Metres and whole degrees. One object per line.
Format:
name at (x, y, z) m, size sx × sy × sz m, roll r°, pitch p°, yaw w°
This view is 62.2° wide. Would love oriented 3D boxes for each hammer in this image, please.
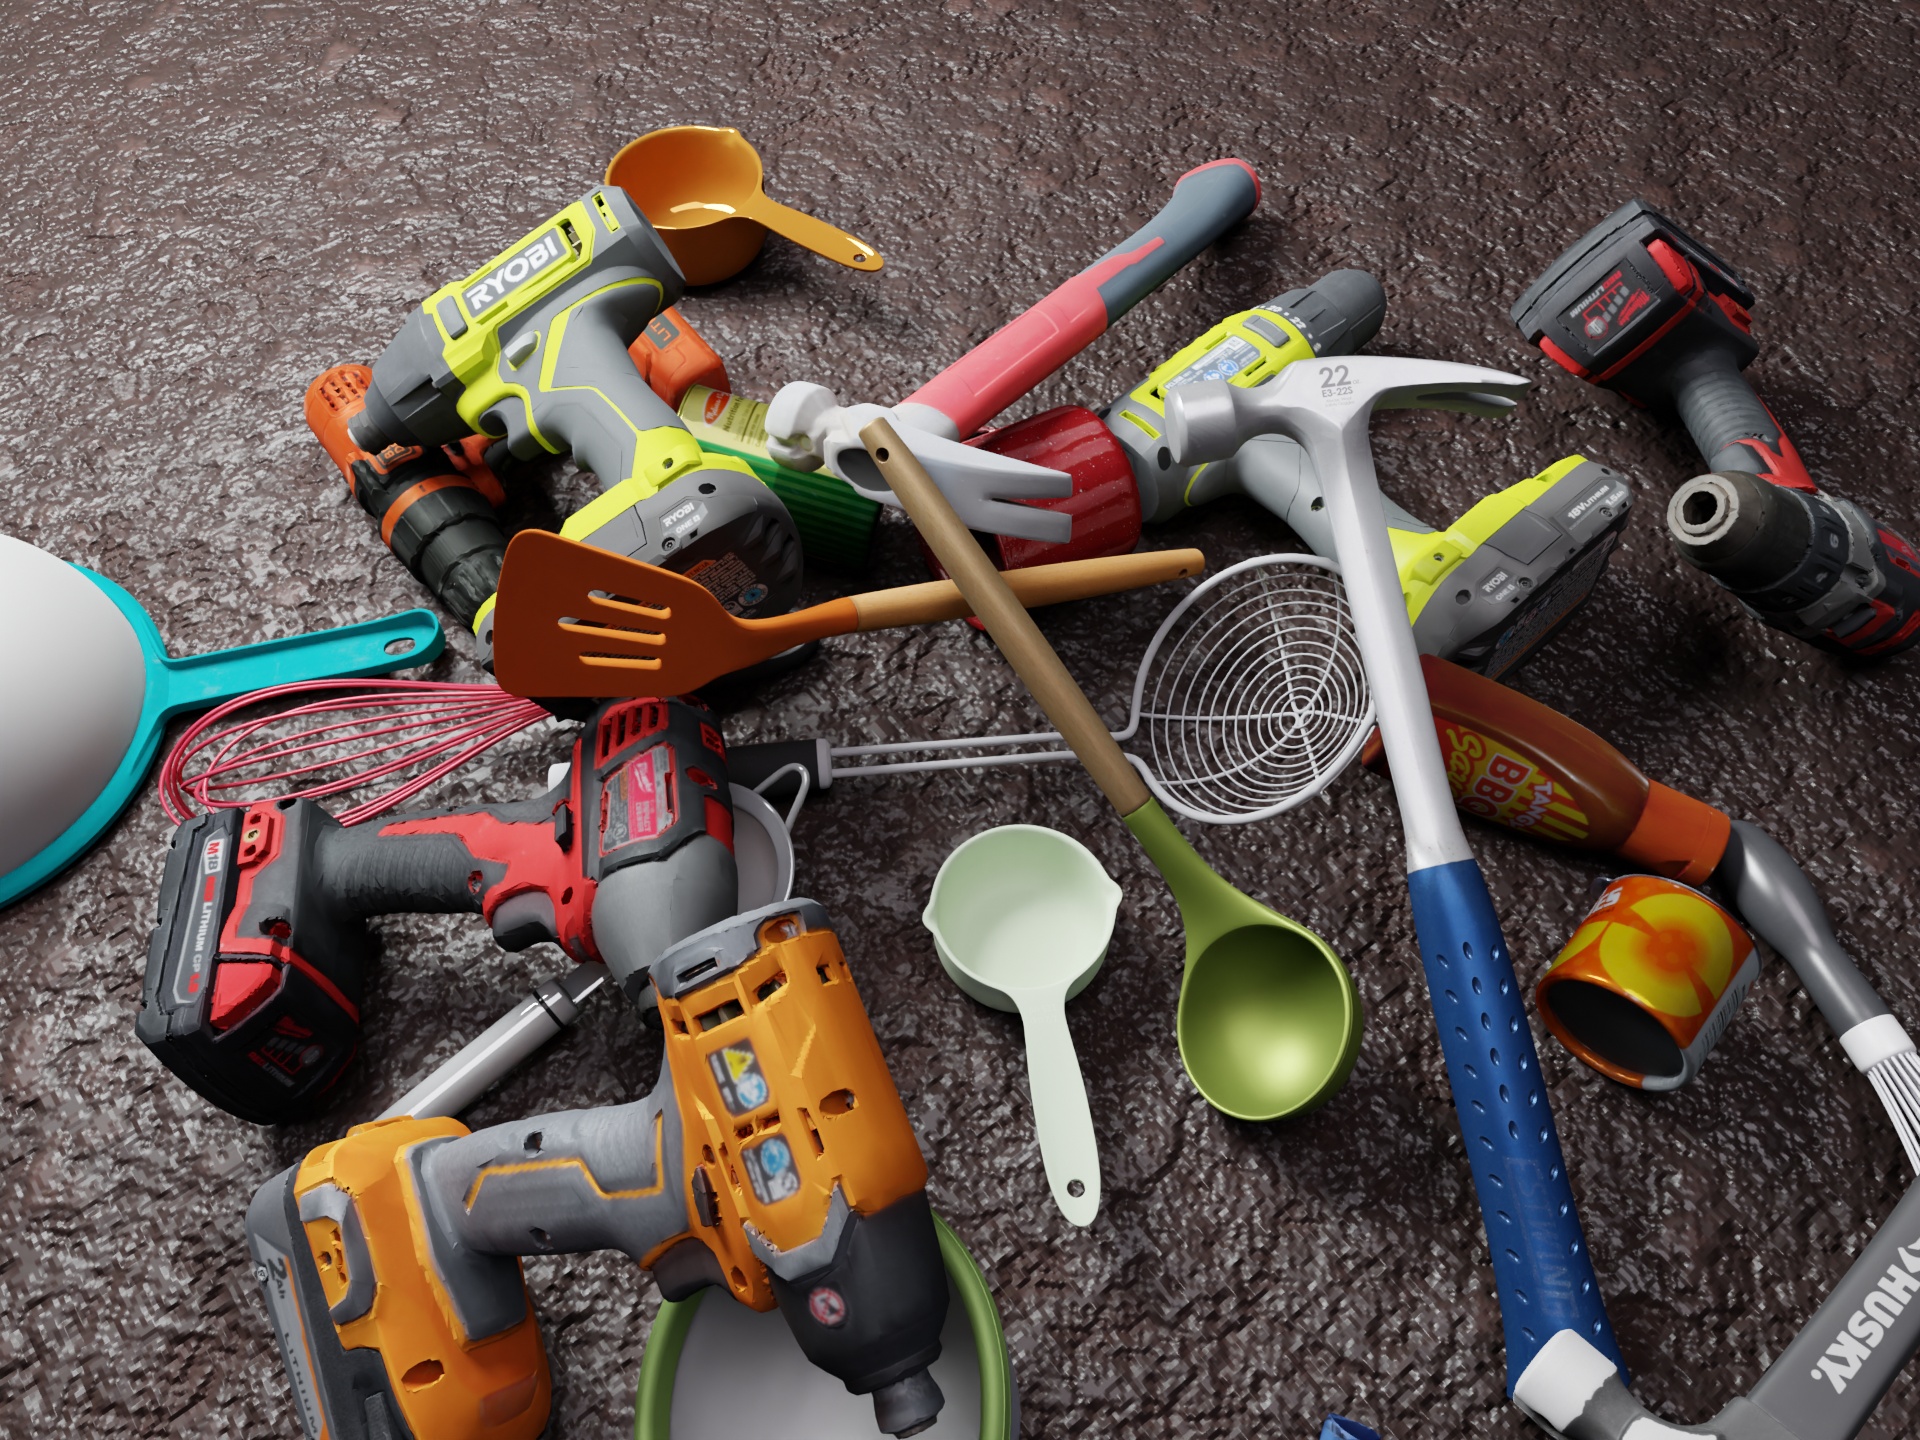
hammer at (0.353, 0.166, 0.549) m, size 0.335 × 0.035 × 0.146 m, roll -38°, pitch 53°, yaw -21°
hammer at (0.075, -0.200, 0.782) m, size 0.143 × 0.038 × 0.386 m, roll 20°, pitch 42°, yaw 24°
hammer at (0.189, 0.045, 0.615) m, size 0.144 × 0.035 × 0.406 m, roll -10°, pitch 77°, yaw 0°

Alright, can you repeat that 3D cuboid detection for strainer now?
strainer at (-0.159, 0.110, 0.651) m, size 0.258 × 0.050 × 0.087 m, roll -39°, pitch 61°, yaw -16°
strainer at (-0.412, -0.027, 0.707) m, size 0.340 × 0.095 × 0.211 m, roll -11°, pitch 58°, yaw -5°
strainer at (-0.049, 0.195, 0.574) m, size 0.151 × 0.069 × 0.257 m, roll -34°, pitch 52°, yaw 18°

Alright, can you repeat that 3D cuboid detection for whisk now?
whisk at (-0.204, -0.006, 0.717) m, size 0.296 × 0.073 × 0.073 m, roll -16°, pitch 58°, yaw -17°
whisk at (0.373, 0.154, 0.612) m, size 0.070 × 0.070 × 0.285 m, roll -13°, pitch 53°, yaw -8°

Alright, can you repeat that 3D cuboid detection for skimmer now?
skimmer at (-0.001, -0.002, 0.691) m, size 0.363 × 0.090 × 0.127 m, roll -5°, pitch 58°, yaw -3°

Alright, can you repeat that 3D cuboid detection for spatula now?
spatula at (-0.029, -0.053, 0.664) m, size 0.322 × 0.081 × 0.041 m, roll -11°, pitch 48°, yaw -31°

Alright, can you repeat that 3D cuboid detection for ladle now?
ladle at (0.051, 0.016, 0.626) m, size 0.320 × 0.078 × 0.062 m, roll 55°, pitch 27°, yaw -1°

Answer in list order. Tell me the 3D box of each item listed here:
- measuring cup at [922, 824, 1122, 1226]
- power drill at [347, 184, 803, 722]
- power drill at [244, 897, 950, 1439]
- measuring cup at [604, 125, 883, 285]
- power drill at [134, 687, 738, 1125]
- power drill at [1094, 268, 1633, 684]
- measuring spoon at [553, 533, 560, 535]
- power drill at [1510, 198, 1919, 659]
measuring cup at (0.033, 0.123, 0.643) m, size 0.083 × 0.038 × 0.168 m, roll -8°, pitch 59°, yaw -4°
power drill at (-0.176, -0.115, 0.703) m, size 0.171 × 0.080 × 0.223 m, roll -33°, pitch 61°, yaw 5°
power drill at (-0.112, 0.176, 0.521) m, size 0.226 × 0.084 × 0.164 m, roll -28°, pitch 76°, yaw 18°
measuring cup at (-0.117, -0.269, 0.888) m, size 0.174 × 0.052 × 0.095 m, roll 28°, pitch 61°, yaw 15°
power drill at (-0.193, 0.075, 0.619) m, size 0.219 × 0.078 × 0.143 m, roll -16°, pitch 51°, yaw 4°
power drill at (0.203, -0.127, 0.780) m, size 0.190 × 0.080 × 0.229 m, roll -38°, pitch 62°, yaw -21°
measuring spoon at (-0.141, -0.076, 0.754) m, size 0.128 × 0.021 × 0.042 m, roll 9°, pitch 55°, yaw -20°
power drill at (0.347, -0.135, 0.738) m, size 0.187 × 0.080 × 0.227 m, roll 12°, pitch 48°, yaw -39°
